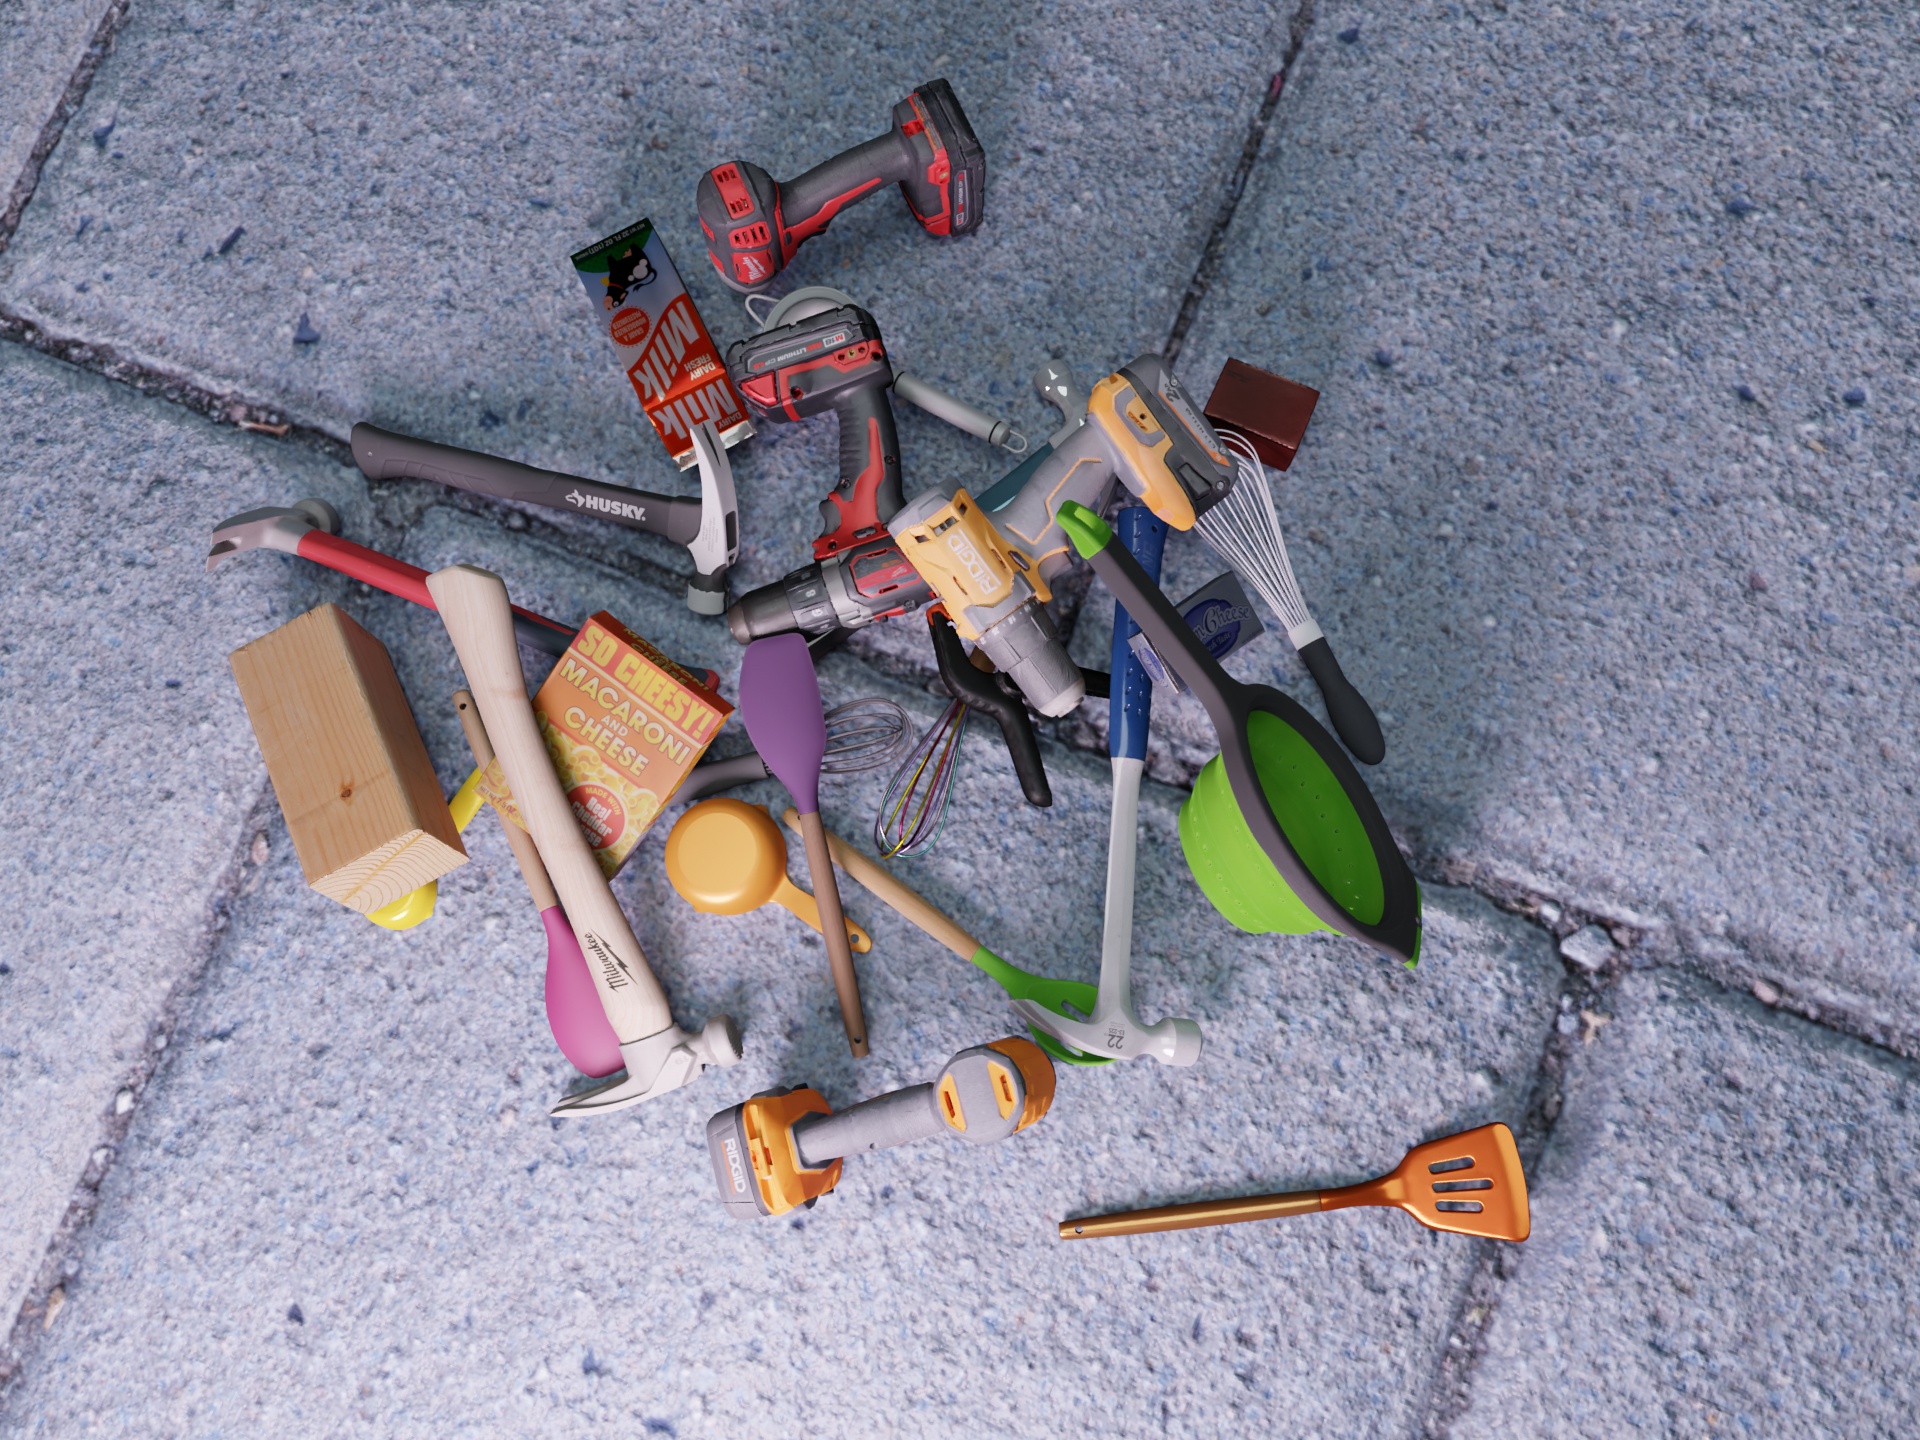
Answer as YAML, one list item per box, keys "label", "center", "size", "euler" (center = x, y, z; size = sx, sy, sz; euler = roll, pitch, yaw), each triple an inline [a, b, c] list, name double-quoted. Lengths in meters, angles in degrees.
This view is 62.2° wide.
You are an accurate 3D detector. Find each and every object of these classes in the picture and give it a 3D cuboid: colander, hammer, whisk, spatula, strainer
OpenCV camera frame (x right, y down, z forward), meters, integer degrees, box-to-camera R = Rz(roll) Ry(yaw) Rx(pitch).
- label: "colander"
  center: [0.169, 0.023, 1.104]
  size: [0.094, 0.205, 0.397]
  euler: [-34, 104, 29]
- label: "hammer"
  center: [-0.330, -0.189, 1.251]
  size: [0.335, 0.035, 0.146]
  euler: [14, 115, 13]
- label: "whisk"
  center: [0.245, -0.093, 1.196]
  size: [0.070, 0.070, 0.285]
  euler: [-28, 83, -1]
- label: "hammer"
  center: [0.116, 0.038, 1.155]
  size: [0.144, 0.035, 0.406]
  euler: [11, 74, -22]
- label: "whisk"
  center: [-0.151, 0.031, 1.210]
  size: [0.239, 0.055, 0.055]
  euler: [-15, 78, 6]
- label: "spatula"
  center: [-0.108, 0.093, 1.171]
  size: [0.060, 0.018, 0.316]
  euler: [-13, 90, -1]
- label: "spatula"
  center: [0.229, 0.341, 1.118]
  size: [0.322, 0.041, 0.081]
  euler: [-8, 79, 4]
- label: "hammer"
  center: [-0.016, -0.138, 1.238]
  size: [0.331, 0.033, 0.128]
  euler: [-36, 77, -2]
- label: "hammer"
  center: [-0.300, 0.086, 1.152]
  size: [0.146, 0.038, 0.410]
  euler: [-21, 96, 2]
- label: "hammer"
  center: [-0.371, -0.080, 1.215]
  size: [0.386, 0.143, 0.038]
  euler: [21, 110, 4]
- label: "whisk"
  center: [-0.001, -0.004, 1.206]
  size: [0.051, 0.047, 0.245]
  euler: [24, 79, 10]
- label: "strainer"
  center: [-0.058, -0.268, 1.250]
  size: [0.258, 0.050, 0.087]
  euler: [30, 88, 16]

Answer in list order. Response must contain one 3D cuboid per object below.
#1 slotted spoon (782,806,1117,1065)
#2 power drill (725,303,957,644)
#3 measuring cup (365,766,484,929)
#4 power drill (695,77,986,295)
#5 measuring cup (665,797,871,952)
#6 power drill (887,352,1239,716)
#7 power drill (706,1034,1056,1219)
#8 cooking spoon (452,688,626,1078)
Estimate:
- label: "slotted spoon"
  center: [-0.008, 0.156, 1.180]
  size: [0.314, 0.031, 0.070]
  euler: [35, 51, 13]
- label: "power drill"
  center: [-0.108, -0.175, 1.192]
  size: [0.188, 0.080, 0.227]
  euler: [-18, 87, 3]
- label: "measuring cup"
  center: [-0.407, 0.091, 1.227]
  size: [0.062, 0.029, 0.156]
  euler: [33, 84, 10]
- label: "power drill"
  center: [-0.095, -0.405, 1.249]
  size: [0.219, 0.143, 0.079]
  euler: [-23, 77, -7]
- label: "measuring cup"
  center: [-0.142, 0.123, 1.186]
  size: [0.174, 0.052, 0.095]
  euler: [31, 83, 11]
- label: "power drill"
  center: [0.088, -0.129, 1.131]
  size: [0.226, 0.084, 0.185]
  euler: [-36, 91, -6]
- label: "power drill"
  center: [-0.043, 0.276, 1.109]
  size: [0.226, 0.164, 0.084]
  euler: [-19, 78, 14]
- label: "cooking spoon"
  center: [-0.325, 0.121, 1.216]
  size: [0.069, 0.017, 0.319]
  euler: [-25, 81, 0]
